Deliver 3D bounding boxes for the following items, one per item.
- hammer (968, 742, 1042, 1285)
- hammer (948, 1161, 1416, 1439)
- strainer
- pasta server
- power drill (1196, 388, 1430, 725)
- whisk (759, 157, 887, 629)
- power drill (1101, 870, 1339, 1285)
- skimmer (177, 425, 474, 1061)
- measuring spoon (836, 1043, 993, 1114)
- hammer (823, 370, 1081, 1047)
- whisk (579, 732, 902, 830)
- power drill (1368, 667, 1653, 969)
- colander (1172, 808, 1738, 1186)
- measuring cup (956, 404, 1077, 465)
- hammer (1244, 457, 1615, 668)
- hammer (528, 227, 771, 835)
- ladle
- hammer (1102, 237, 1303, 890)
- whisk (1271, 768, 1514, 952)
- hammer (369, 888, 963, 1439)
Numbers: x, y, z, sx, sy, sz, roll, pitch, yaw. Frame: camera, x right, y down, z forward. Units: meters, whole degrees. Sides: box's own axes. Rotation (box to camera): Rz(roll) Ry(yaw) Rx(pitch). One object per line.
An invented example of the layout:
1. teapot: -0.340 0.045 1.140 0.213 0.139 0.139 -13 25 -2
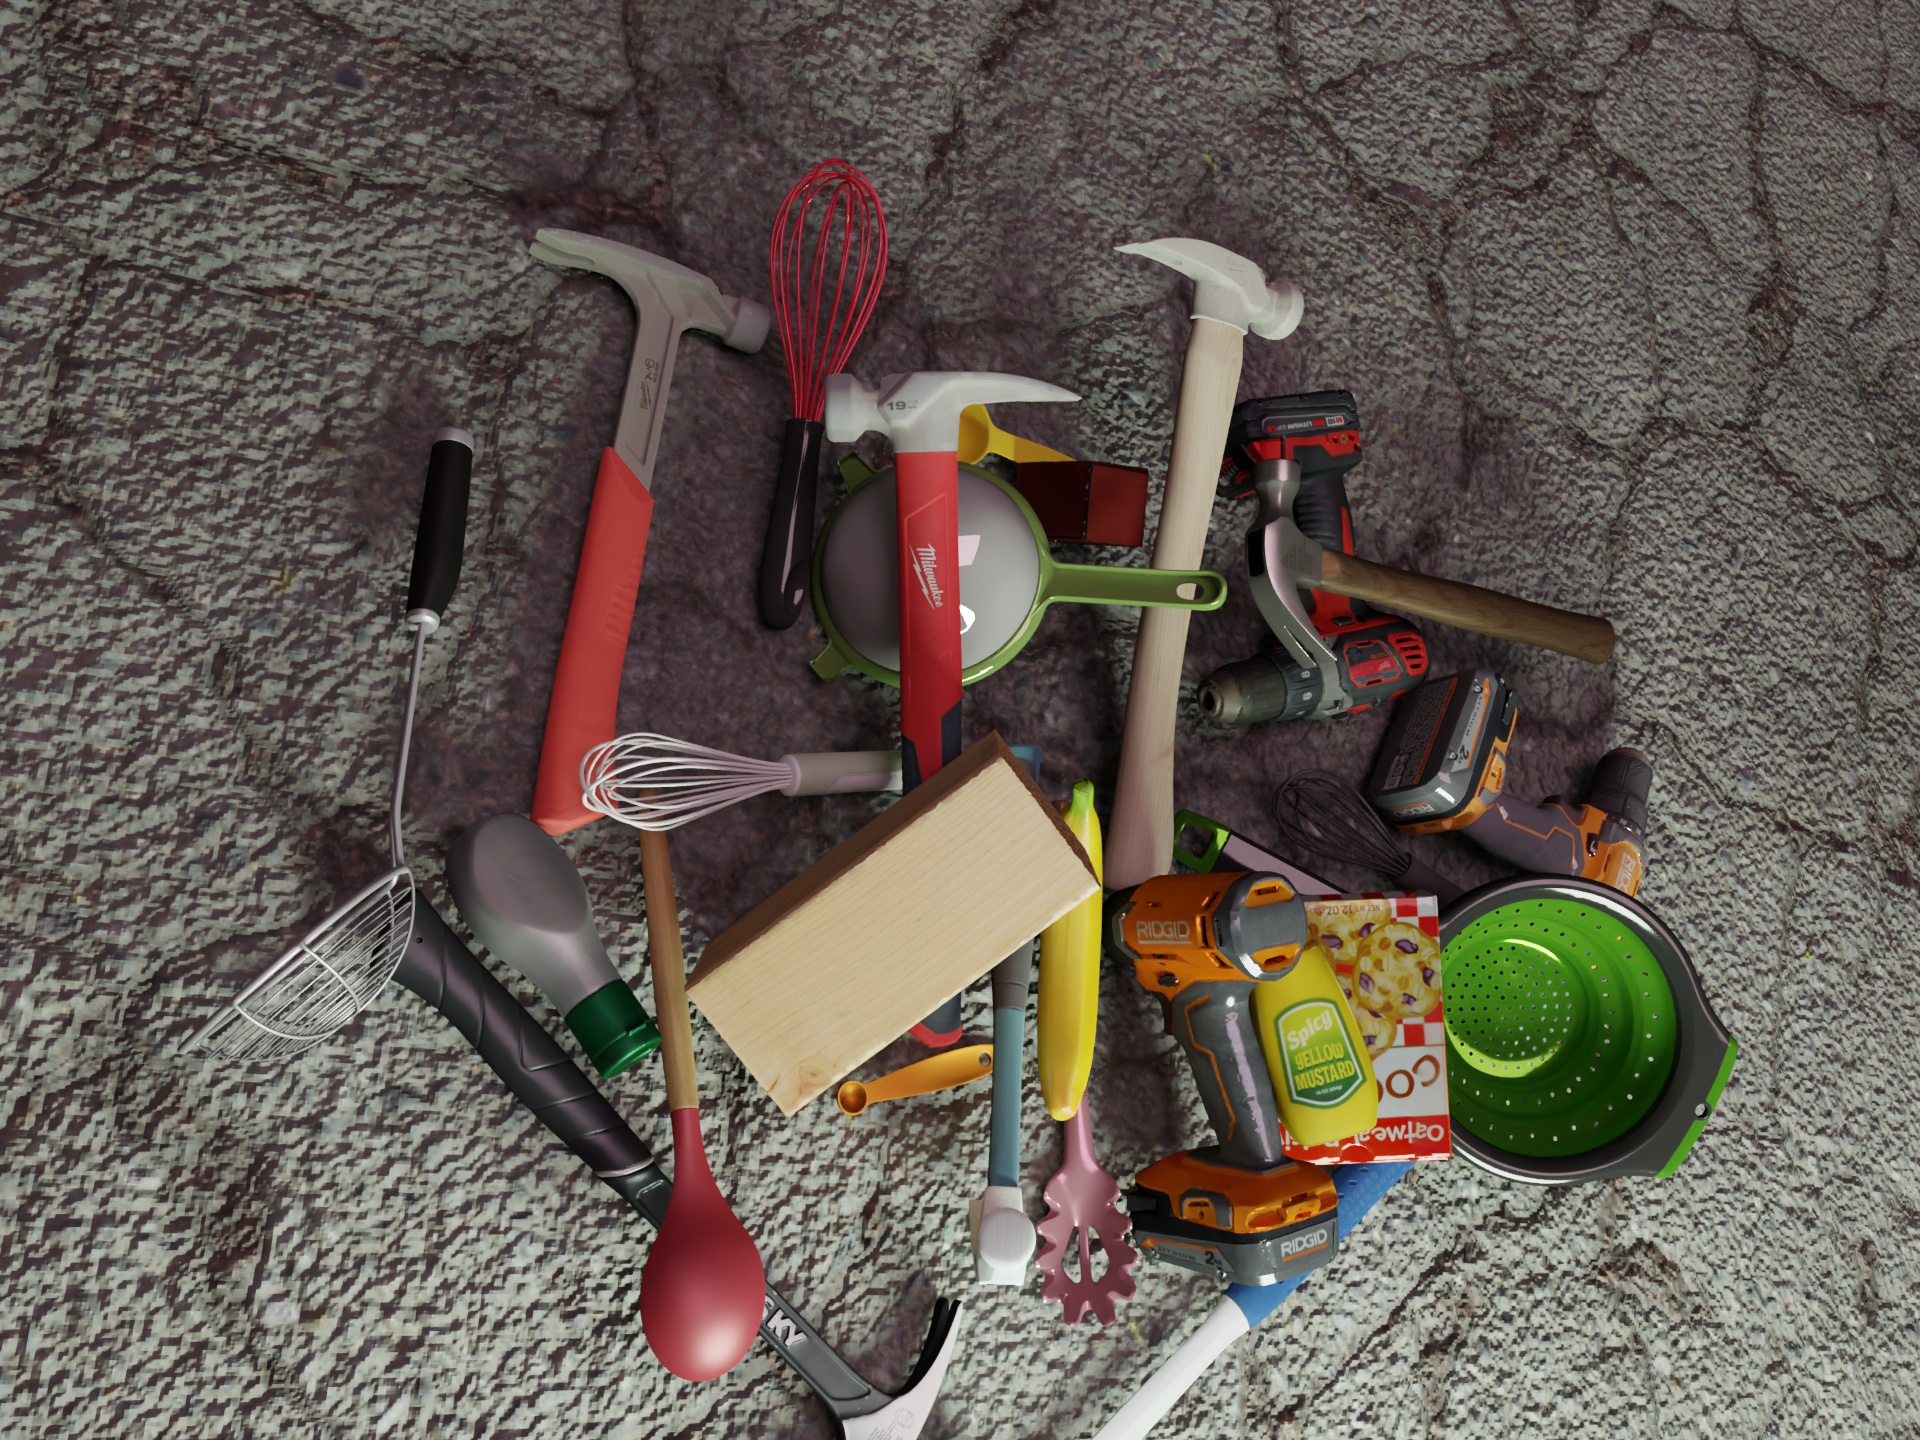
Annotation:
1. hammer: 0.029 0.158 0.929 0.033 0.128 0.331 4 61 0
2. hammer: 0.165 0.377 0.979 0.405 0.035 0.144 -34 93 -29
3. strainer: 0.031 -0.093 0.950 0.256 0.069 0.151 5 76 8
4. pasta server: 0.070 0.202 0.977 0.060 0.040 0.316 -3 74 2
5. power drill: 0.226 -0.108 1.118 0.188 0.080 0.227 -12 85 -29
6. whisk: -0.093 -0.201 0.977 0.073 0.073 0.296 9 85 -24
7. power drill: 0.142 0.204 0.952 0.084 0.164 0.226 -5 87 -33
8. skimmer: -0.313 -0.005 0.813 0.090 0.127 0.364 15 61 -29
9. measuring spoon: -0.023 0.212 0.946 0.117 0.011 0.021 -9 81 -32
10. hammer: -0.001 -0.003 0.913 0.143 0.038 0.386 -1 98 0
11. whisk: -0.105 0.032 0.913 0.246 0.057 0.059 -1 50 -40
12. power drill: 0.421 0.053 1.170 0.226 0.084 0.185 38 63 -18
13. colander: 0.315 0.164 1.084 0.397 0.094 0.204 28 90 2
14. measuring cup: 0.029 -0.179 1.072 0.156 0.029 0.062 17 72 -34
15. hammer: 0.336 -0.082 1.114 0.331 0.031 0.130 11 77 -27
16. hammer: -0.209 -0.112 0.924 0.149 0.036 0.359 15 70 -22
17. ladle: -0.150 0.183 0.849 0.069 0.031 0.316 5 61 -34
18. hammer: 0.129 -0.095 1.013 0.146 0.038 0.410 9 91 -39
19. whisk: 0.310 0.106 1.119 0.238 0.055 0.055 34 64 -20
20. hammer: -0.162 0.249 0.851 0.409 0.036 0.149 49 60 -7
